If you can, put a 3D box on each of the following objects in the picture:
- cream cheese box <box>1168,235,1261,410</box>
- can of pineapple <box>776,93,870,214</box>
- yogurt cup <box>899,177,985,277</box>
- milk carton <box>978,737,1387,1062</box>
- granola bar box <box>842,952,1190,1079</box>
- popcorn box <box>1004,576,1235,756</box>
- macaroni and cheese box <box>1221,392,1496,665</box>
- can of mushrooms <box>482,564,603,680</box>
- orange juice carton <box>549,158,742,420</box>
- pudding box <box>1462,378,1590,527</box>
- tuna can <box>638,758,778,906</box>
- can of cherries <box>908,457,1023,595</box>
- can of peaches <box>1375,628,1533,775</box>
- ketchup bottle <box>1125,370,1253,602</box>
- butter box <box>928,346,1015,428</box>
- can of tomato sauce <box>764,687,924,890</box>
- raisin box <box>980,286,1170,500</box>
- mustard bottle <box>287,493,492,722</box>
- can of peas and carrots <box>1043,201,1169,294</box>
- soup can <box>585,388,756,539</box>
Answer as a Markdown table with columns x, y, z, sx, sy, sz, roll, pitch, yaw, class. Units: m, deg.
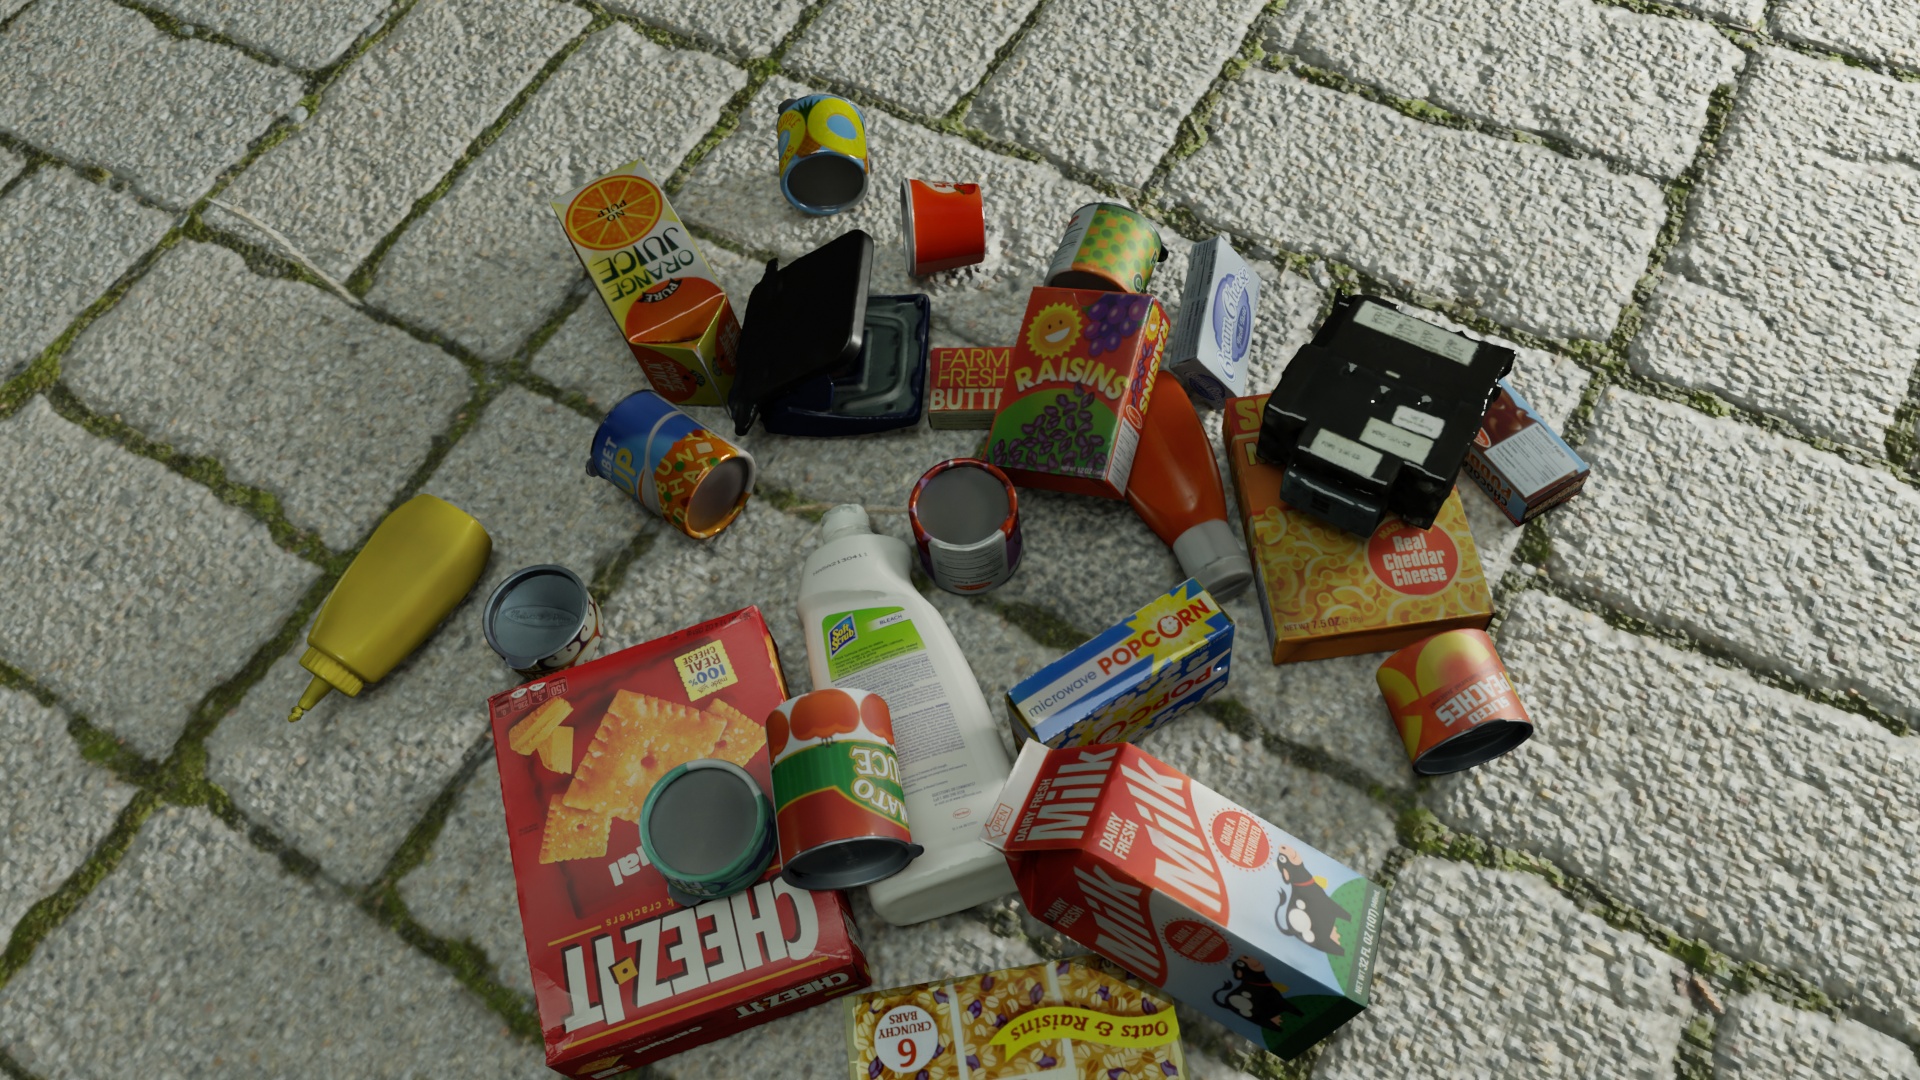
| x | y | z | sx | sy | sz | roll | pitch | yaw | class |
| --- | --- | --- | --- | --- | --- | --- | --- | --- | --- |
| 0.167 | -0.142 | 0.906 | 0.024 | 0.053 | 0.104 | -15 | 51 | 43 | cream cheese box |
| -0.101 | -0.280 | 1.008 | 0.071 | 0.070 | 0.058 | -8 | 61 | 2 | can of pineapple |
| -0.012 | -0.219 | 0.967 | 0.054 | 0.072 | 0.073 | -5 | 60 | -5 | yogurt cup |
| 0.104 | 0.168 | 0.686 | 0.190 | 0.073 | 0.073 | 30 | 45 | 2 | milk carton |
| 0.031 | 0.279 | 0.692 | 0.166 | 0.039 | 0.125 | -10 | 59 | 1 | granola bar box |
| 0.088 | 0.083 | 0.770 | 0.127 | 0.085 | 0.038 | -30 | 61 | -10 | popcorn box |
| 0.233 | -0.015 | 0.835 | 0.124 | 0.040 | 0.167 | -7 | 60 | 2 | macaroni and cheese box |
| -0.258 | 0.053 | 0.857 | 0.071 | 0.033 | 0.071 | -2 | 60 | 4 | can of mushrooms |
| -0.205 | -0.167 | 0.954 | 0.073 | 0.071 | 0.193 | -29 | 61 | -9 | orange juice carton |
| 0.337 | -0.055 | 0.852 | 0.050 | 0.030 | 0.084 | -29 | 61 | -8 | pudding box |
| -0.129 | 0.148 | 0.707 | 0.071 | 0.032 | 0.071 | -2 | 61 | 3 | tuna can |
| 0.003 | -0.011 | 0.848 | 0.071 | 0.058 | 0.072 | -3 | 61 | 5 | can of cherries |
| 0.268 | 0.087 | 0.755 | 0.071 | 0.071 | 0.058 | -14 | 59 | -1 | can of peaches |
| 0.132 | -0.032 | 0.853 | 0.064 | 0.043 | 0.149 | -26 | 60 | 8 | ketchup bottle |
| 0.030 | -0.101 | 0.916 | 0.103 | 0.024 | 0.053 | 0 | 61 | 7 | butter box |
| -0.061 | 0.125 | 0.705 | 0.071 | 0.071 | 0.083 | -13 | 57 | 0 | can of tomato sauce |
| 0.071 | -0.092 | 0.857 | 0.086 | 0.040 | 0.123 | 9 | 75 | 30 | raisin box |
| -0.363 | 0.047 | 0.864 | 0.065 | 0.048 | 0.161 | 26 | 67 | 20 | mustard bottle |
| 0.097 | -0.182 | 0.931 | 0.071 | 0.070 | 0.059 | 16 | 65 | 15 | can of peas and carrots |
| -0.184 | -0.046 | 0.886 | 0.084 | 0.071 | 0.071 | 33 | 69 | 22 | soup can |
